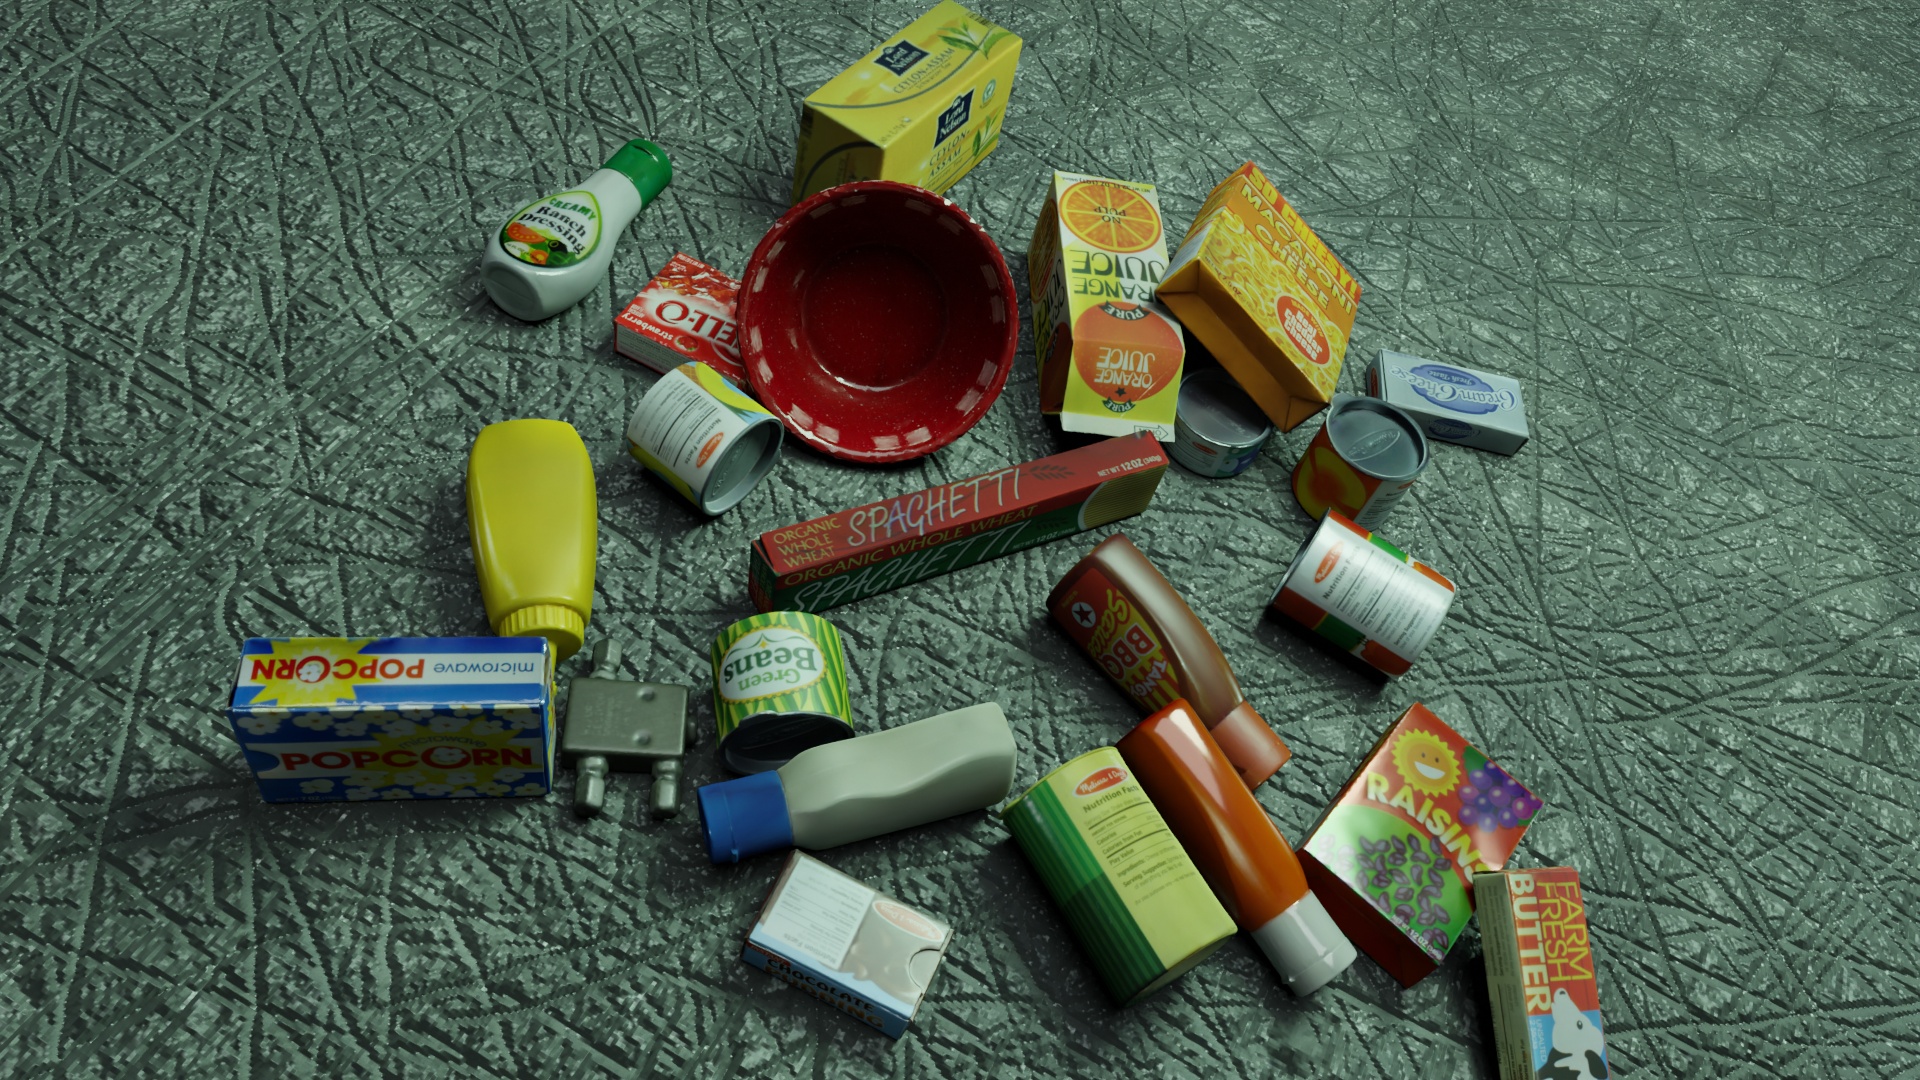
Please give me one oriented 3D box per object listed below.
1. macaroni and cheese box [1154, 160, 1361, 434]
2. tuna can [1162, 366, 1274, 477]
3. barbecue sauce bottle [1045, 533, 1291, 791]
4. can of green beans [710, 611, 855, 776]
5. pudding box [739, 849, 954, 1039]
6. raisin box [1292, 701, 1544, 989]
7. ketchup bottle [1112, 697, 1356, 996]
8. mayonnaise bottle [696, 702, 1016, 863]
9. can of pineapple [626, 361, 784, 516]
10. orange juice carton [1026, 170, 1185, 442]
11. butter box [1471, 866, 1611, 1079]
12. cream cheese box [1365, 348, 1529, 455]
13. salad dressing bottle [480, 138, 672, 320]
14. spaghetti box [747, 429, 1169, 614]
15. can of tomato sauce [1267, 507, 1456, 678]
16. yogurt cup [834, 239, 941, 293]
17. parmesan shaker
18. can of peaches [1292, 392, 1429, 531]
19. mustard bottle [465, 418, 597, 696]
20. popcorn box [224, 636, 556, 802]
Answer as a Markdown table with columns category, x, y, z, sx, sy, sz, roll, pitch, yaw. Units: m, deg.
| category | x | y | z | sx | sy | sz | roll | pitch | yaw |
| --- | --- | --- | --- | --- | --- | --- | --- | --- | --- |
| macaroni and cheese box | 0.197 | -0.161 | 0.897 | 0.123 | 0.040 | 0.167 | 45 | 39 | -11 |
| tuna can | 0.162 | -0.076 | 0.876 | 0.071 | 0.032 | 0.071 | 7 | 53 | -9 |
| barbecue sauce bottle | 0.113 | 0.069 | 0.741 | 0.044 | 0.064 | 0.149 | -32 | 76 | -40 |
| can of green beans | -0.088 | 0.075 | 0.679 | 0.071 | 0.071 | 0.058 | -2 | 55 | -15 |
| pudding box | -0.052 | 0.184 | 0.631 | 0.084 | 0.030 | 0.050 | 25 | 51 | 4 |
| raisin box | 0.234 | 0.155 | 0.721 | 0.086 | 0.039 | 0.124 | 40 | 56 | 15 |
| ketchup bottle | 0.134 | 0.152 | 0.686 | 0.044 | 0.064 | 0.149 | -30 | 75 | -19 |
| mayonnaise bottle | -0.049 | 0.118 | 0.663 | 0.148 | 0.064 | 0.041 | -11 | 55 | -17 |
| can of pineapple | -0.140 | -0.056 | 0.765 | 0.058 | 0.070 | 0.071 | 37 | 54 | 13 |
| orange juice carton | 0.090 | -0.140 | 0.880 | 0.072 | 0.072 | 0.193 | 5 | 54 | -11 |
| butter box | 0.281 | 0.212 | 0.674 | 0.053 | 0.024 | 0.104 | 6 | 71 | -28 |
| cream cheese box | 0.328 | -0.094 | 0.938 | 0.104 | 0.024 | 0.053 | 12 | 53 | -6 |
| salad dressing bottle | -0.232 | -0.195 | 0.856 | 0.064 | 0.043 | 0.148 | 27 | 52 | 5 |
| spaghetti box | 0.003 | -0.010 | 0.776 | 0.251 | 0.050 | 0.029 | -16 | 59 | -24 |
| can of tomato sauce | 0.229 | 0.030 | 0.796 | 0.083 | 0.070 | 0.071 | 32 | 53 | 9 |
| yogurt cup | -0.048 | -0.171 | 0.875 | 0.072 | 0.072 | 0.054 | 11 | 45 | -7 |
| parmesan shaker | 0.072 | 0.160 | 0.658 | 0.071 | 0.071 | 0.103 | -20 | 62 | -26 |
| can of peaches | 0.245 | -0.048 | 0.862 | 0.071 | 0.057 | 0.071 | 7 | 53 | -9 |
| mustard bottle | -0.216 | 0.012 | 0.704 | 0.065 | 0.048 | 0.161 | -3 | 56 | -16 |
| popcorn box | -0.248 | 0.081 | 0.622 | 0.127 | 0.084 | 0.038 | 1 | 53 | -13 |
